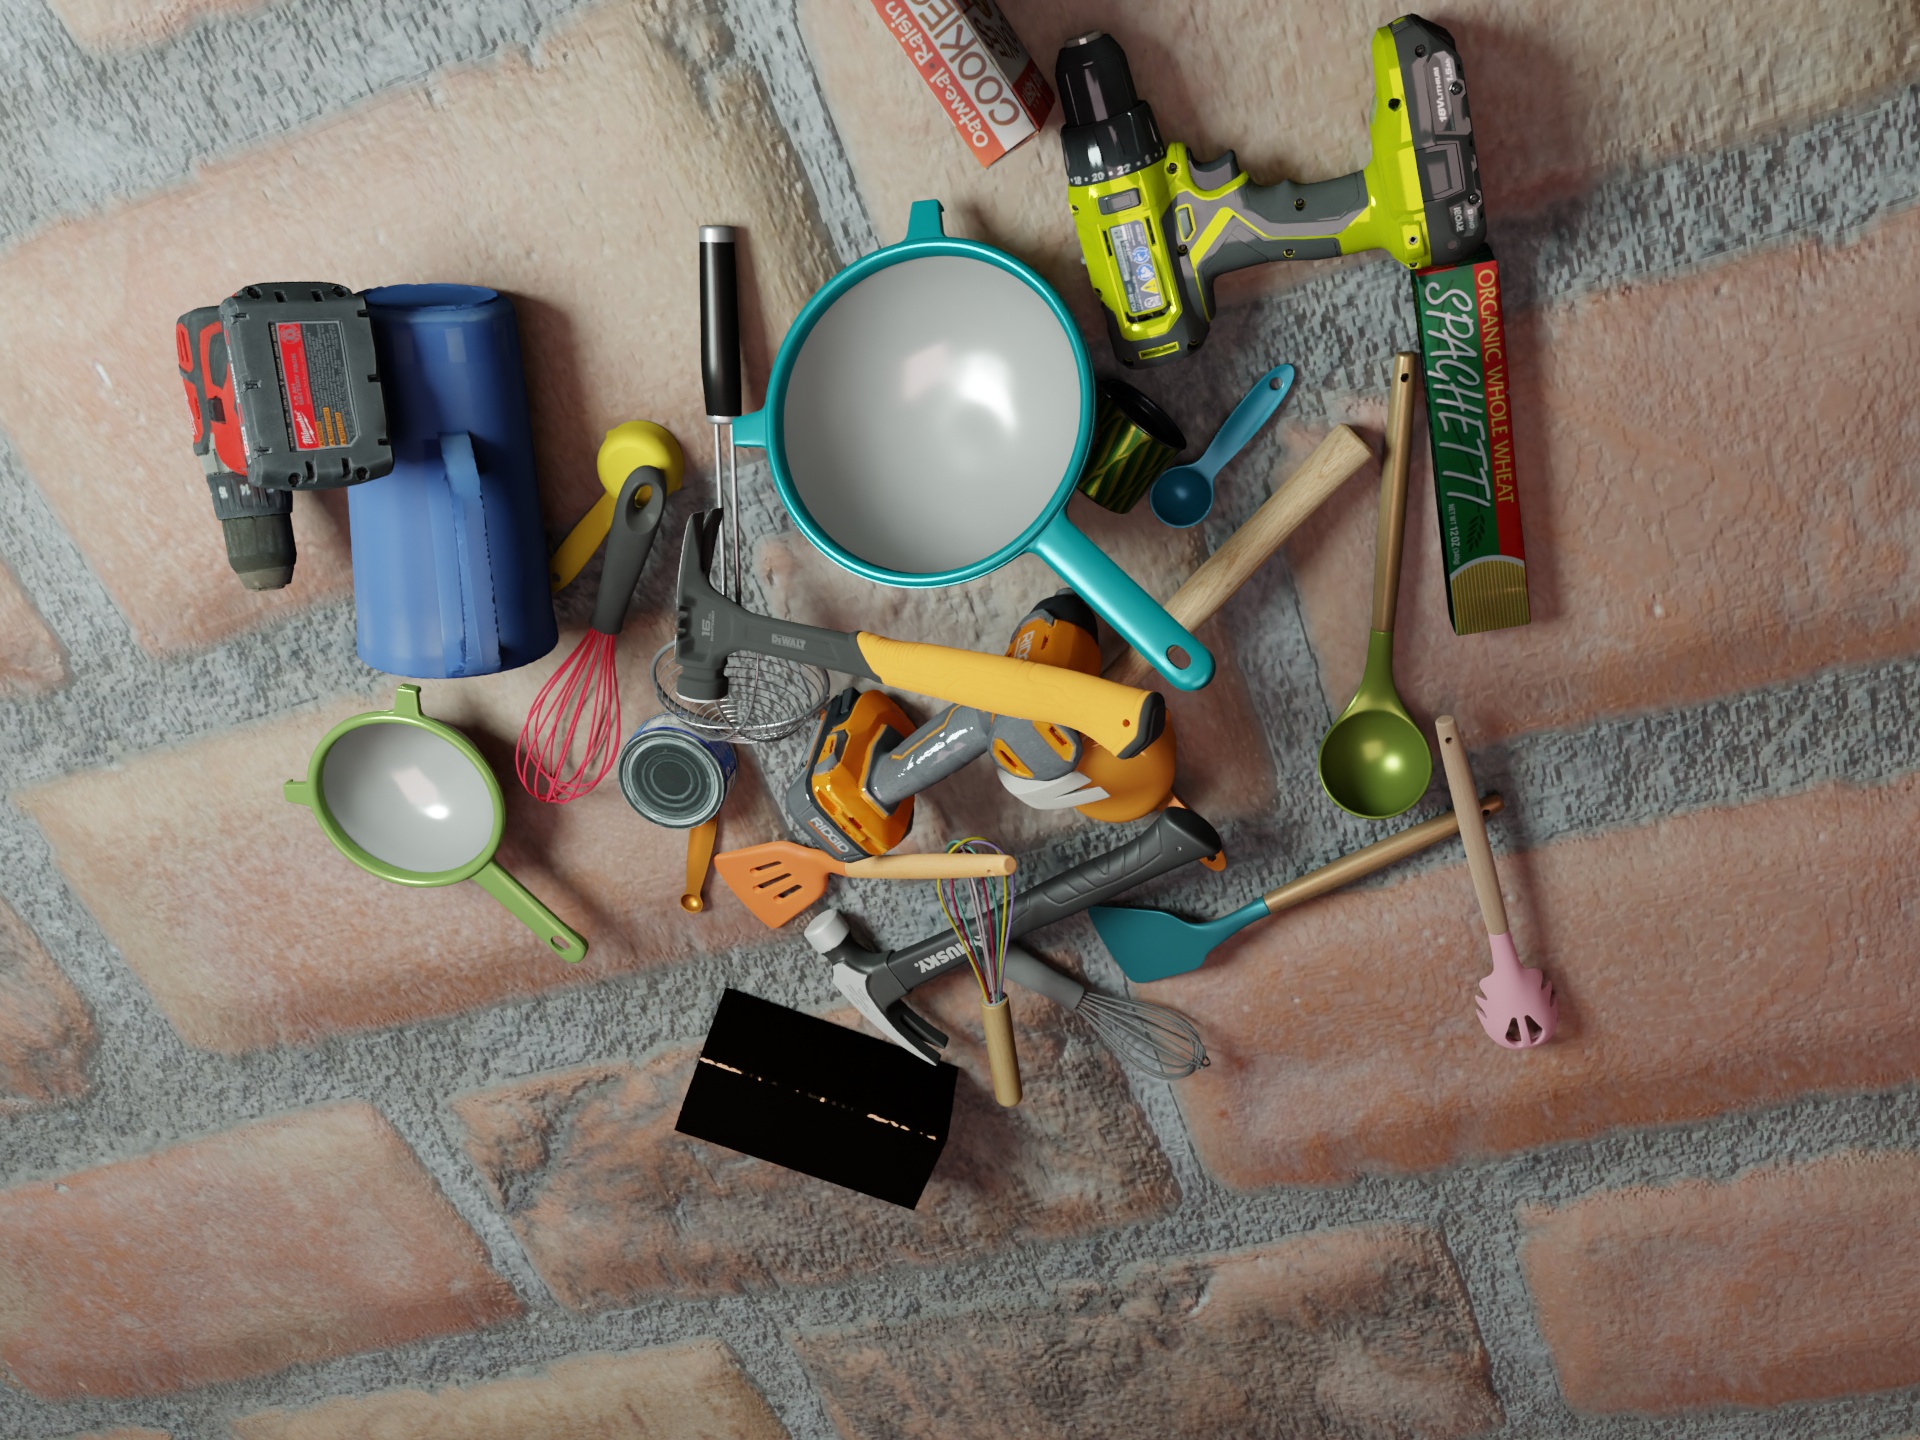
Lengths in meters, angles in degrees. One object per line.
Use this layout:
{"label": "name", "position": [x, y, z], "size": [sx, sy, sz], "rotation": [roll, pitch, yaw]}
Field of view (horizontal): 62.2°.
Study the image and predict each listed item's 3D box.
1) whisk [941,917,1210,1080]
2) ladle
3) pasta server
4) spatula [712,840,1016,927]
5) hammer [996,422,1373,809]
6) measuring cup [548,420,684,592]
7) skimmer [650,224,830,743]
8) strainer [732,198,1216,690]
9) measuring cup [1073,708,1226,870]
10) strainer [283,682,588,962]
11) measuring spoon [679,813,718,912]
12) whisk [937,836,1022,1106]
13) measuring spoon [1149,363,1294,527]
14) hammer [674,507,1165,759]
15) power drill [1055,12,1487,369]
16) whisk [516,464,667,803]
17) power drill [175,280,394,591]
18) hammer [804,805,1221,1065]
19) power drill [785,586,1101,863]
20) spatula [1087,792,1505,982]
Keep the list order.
{"label": "whisk", "position": [0.091, 0.216, 1.251], "size": [0.239, 0.055, 0.055], "rotation": [29, 119, -3]}
{"label": "ladle", "position": [0.283, -0.081, 1.052], "size": [0.078, 0.062, 0.320], "rotation": [1, 116, 7]}
{"label": "pasta server", "position": [0.384, 0.126, 1.156], "size": [0.060, 0.040, 0.316], "rotation": [-15, 117, 15]}
{"label": "spatula", "position": [-0.070, 0.113, 1.147], "size": [0.323, 0.041, 0.081], "rotation": [-8, 125, 53]}
{"label": "hammer", "position": [0.145, -0.065, 1.057], "size": [0.031, 0.130, 0.331], "rotation": [34, 110, -29]}
{"label": "measuring cup", "position": [-0.250, -0.140, 1.102], "size": [0.062, 0.029, 0.156], "rotation": [37, 114, -13]}
{"label": "skimmer", "position": [-0.156, -0.149, 1.086], "size": [0.127, 0.090, 0.363], "rotation": [1, 109, 1]}
{"label": "strainer", "position": [0.035, -0.140, 0.978], "size": [0.340, 0.095, 0.211], "rotation": [45, 103, 13]}
{"label": "measuring cup", "position": [0.138, 0.060, 1.149], "size": [0.095, 0.052, 0.173], "rotation": [-35, 107, 23]}
{"label": "strainer", "position": [-0.375, 0.084, 1.222], "size": [0.151, 0.069, 0.256], "rotation": [-35, 110, 21]}
{"label": "measuring spoon", "position": [-0.203, 0.101, 1.245], "size": [0.021, 0.011, 0.116], "rotation": [15, 116, 4]}
{"label": "whisk", "position": [0.018, 0.188, 1.168], "size": [0.051, 0.047, 0.244], "rotation": [12, 125, 33]}
{"label": "measuring spoon", "position": [0.171, -0.181, 1.036], "size": [0.042, 0.021, 0.128], "rotation": [36, 108, -12]}
{"label": "hammer", "position": [-0.033, -0.042, 0.978], "size": [0.337, 0.034, 0.127], "rotation": [14, 109, 25]}
{"label": "power drill", "position": [0.173, -0.322, 0.920], "size": [0.228, 0.080, 0.190], "rotation": [-11, 117, 16]}
{"label": "whisk", "position": [-0.256, -0.052, 1.125], "size": [0.073, 0.073, 0.295], "rotation": [22, 121, -5]}
{"label": "power drill", "position": [-0.432, -0.176, 1.000], "size": [0.227, 0.080, 0.188], "rotation": [6, 105, 53]}
{"label": "hammer", "position": [0.047, 0.150, 1.182], "size": [0.335, 0.035, 0.146], "rotation": [-29, 105, 29]}
{"label": "power drill", "position": [-0.002, -0.003, 1.087], "size": [0.226, 0.164, 0.084], "rotation": [-25, 120, 32]}
{"label": "spatula", "position": [0.251, 0.120, 1.187], "size": [0.317, 0.044, 0.082], "rotation": [-26, 112, 15]}
